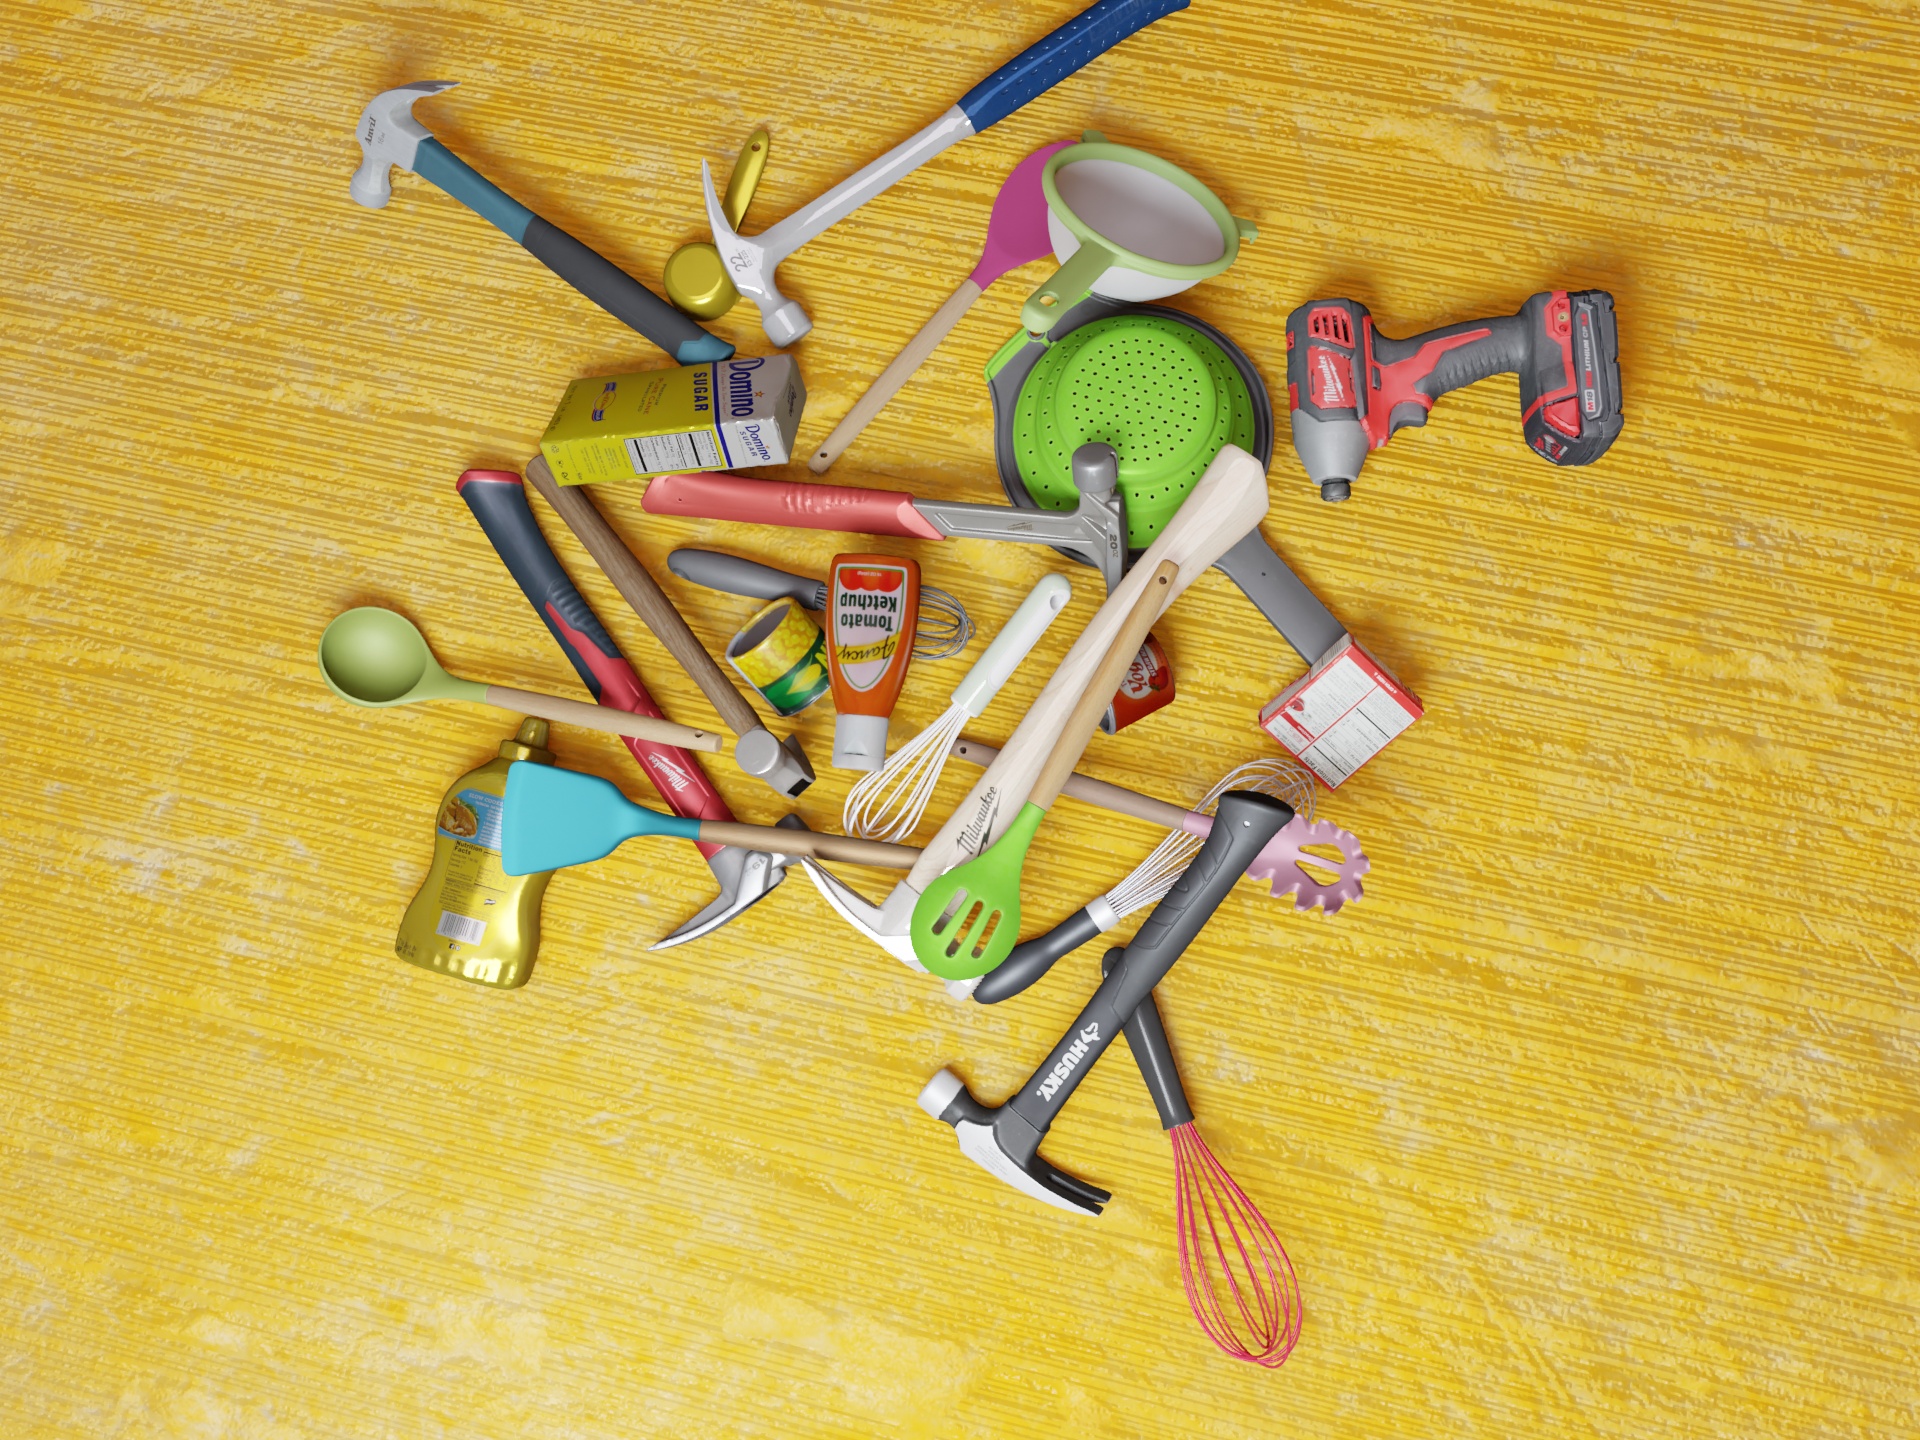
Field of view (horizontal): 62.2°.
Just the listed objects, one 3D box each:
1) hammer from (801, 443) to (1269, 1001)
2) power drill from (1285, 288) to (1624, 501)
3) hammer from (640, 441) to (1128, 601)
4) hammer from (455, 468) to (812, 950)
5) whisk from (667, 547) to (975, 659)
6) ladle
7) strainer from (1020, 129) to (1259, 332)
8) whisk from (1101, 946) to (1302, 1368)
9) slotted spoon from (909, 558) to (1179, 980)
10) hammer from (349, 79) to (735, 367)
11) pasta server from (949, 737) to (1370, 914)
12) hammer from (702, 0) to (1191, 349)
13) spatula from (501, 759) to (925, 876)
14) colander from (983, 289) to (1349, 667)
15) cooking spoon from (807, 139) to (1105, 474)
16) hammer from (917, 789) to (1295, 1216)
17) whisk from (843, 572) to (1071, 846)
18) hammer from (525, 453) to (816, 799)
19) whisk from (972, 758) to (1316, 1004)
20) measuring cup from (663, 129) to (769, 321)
[{"bbox_3d":[0.063,-0.017,1.072,0.146,0.038,0.410,36,91,1],"label":"hammer"},{"bbox_3d":[0.344,-0.230,1.128,0.219,0.078,0.143,-2,83,7],"label":"power drill"},{"bbox_3d":[-0.058,-0.143,1.146,0.359,0.149,0.037,7,45,15],"label":"hammer"},{"bbox_3d":[-0.268,-0.019,1.169,0.143,0.038,0.386,-36,82,1],"label":"hammer"},{"bbox_3d":[-0.104,-0.091,1.163,0.239,0.055,0.055,15,85,11],"label":"whisk"},{"bbox_3d":[-0.316,-0.021,1.132,0.320,0.062,0.078,11,58,18],"label":"ladle"},{"bbox_3d":[0.097,-0.315,1.113,0.151,0.069,0.256,32,48,6],"label":"strainer"},{"bbox_3d":[0.156,0.296,1.088,0.073,0.073,0.296,-21,77,2],"label":"whisk"},{"bbox_3d":[0.061,0.032,1.041,0.070,0.031,0.314,30,89,-1],"label":"slotted spoon"},{"bbox_3d":[-0.311,-0.358,1.193,0.331,0.033,0.128,36,132,1],"label":"hammer"},{"bbox_3d":[0.126,0.060,1.081,0.316,0.040,0.060,17,95,26],"label":"pasta server"},{"bbox_3d":[-0.008,-0.449,1.187,0.405,0.035,0.144,-34,99,-2],"label":"hammer"},{"bbox_3d":[-0.158,0.083,1.105,0.317,0.044,0.082,6,95,5],"label":"spatula"},{"bbox_3d":[0.176,-0.153,1.120,0.204,0.094,0.397,-41,82,-1],"label":"colander"},{"bbox_3d":[-0.006,-0.307,1.191,0.069,0.017,0.319,41,88,1],"label":"cooking spoon"},{"bbox_3d":[0.113,0.182,1.055,0.146,0.035,0.334,38,110,12],"label":"hammer"},{"bbox_3d":[-0.002,-0.004,1.121,0.246,0.057,0.059,-52,44,8],"label":"whisk"},{"bbox_3d":[-0.212,-0.071,1.143,0.031,0.130,0.331,-40,71,-1],"label":"hammer"},{"bbox_3d":[0.127,0.118,1.116,0.284,0.070,0.070,-34,82,5],"label":"whisk"},{"bbox_3d":[-0.180,-0.380,1.206,0.062,0.029,0.156,20,88,7],"label":"measuring cup"}]
